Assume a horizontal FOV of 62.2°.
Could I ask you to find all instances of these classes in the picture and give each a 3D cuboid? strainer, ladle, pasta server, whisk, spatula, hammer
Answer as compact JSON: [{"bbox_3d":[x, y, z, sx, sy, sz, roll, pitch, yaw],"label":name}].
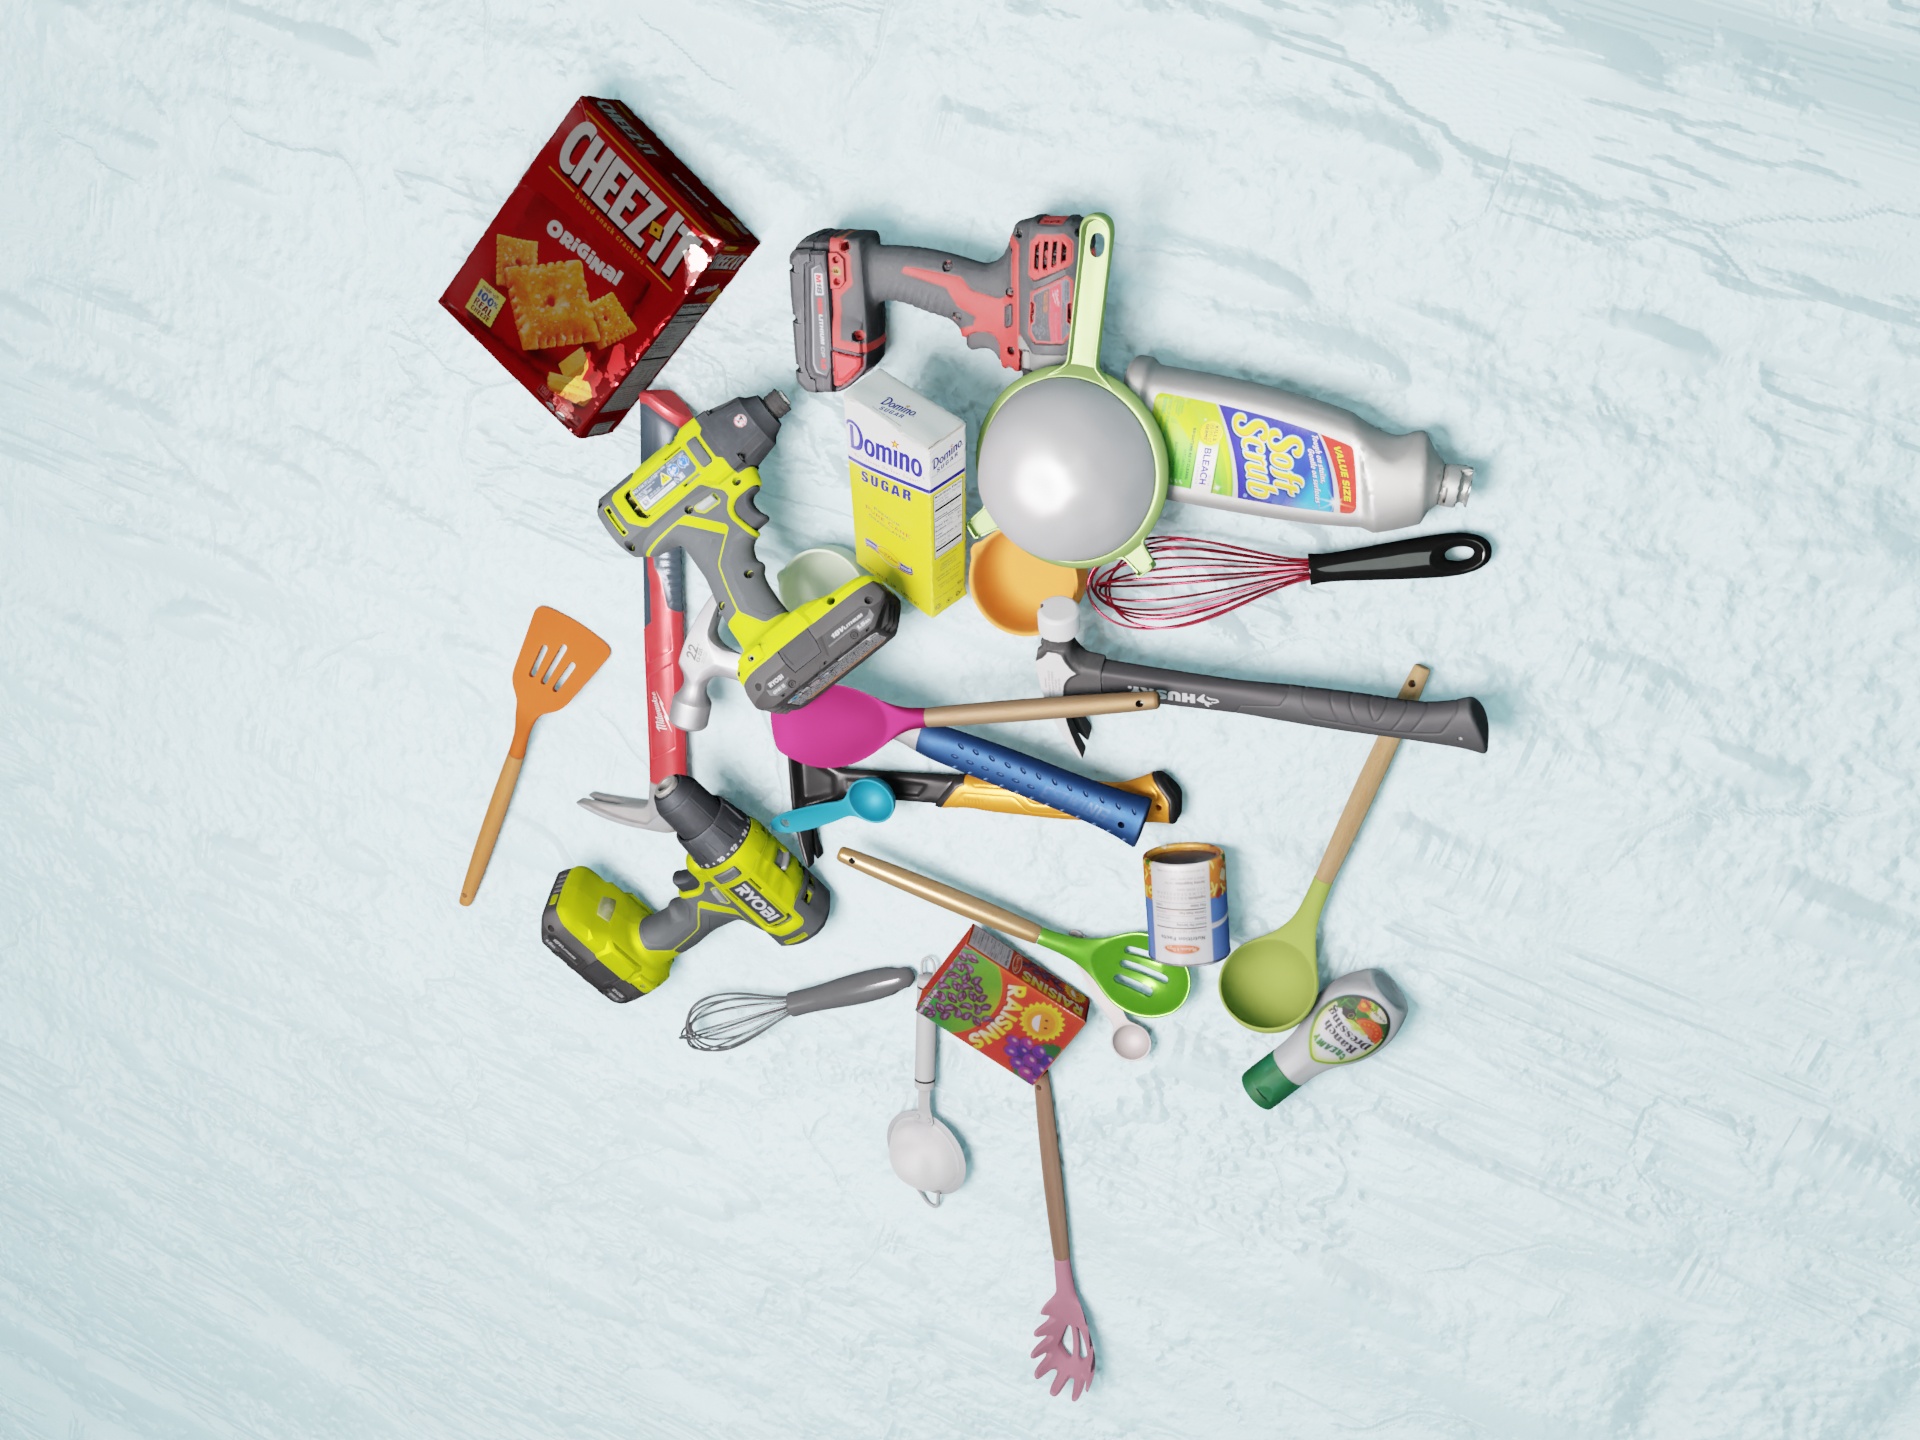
[{"bbox_3d":[-0.034,0.331,1.422,0.087,0.050,0.258,11,107,31],"label":"strainer"},{"bbox_3d":[0.287,0.102,1.230,0.078,0.062,0.320,31,113,28],"label":"ladle"},{"bbox_3d":[0.085,0.460,1.422,0.060,0.040,0.316,2,107,30],"label":"pasta server"},{"bbox_3d":[0.239,-0.111,1.179,0.296,0.073,0.073,-5,105,14],"label":"whisk"},{"bbox_3d":[-0.411,0.047,1.470,0.081,0.041,0.322,31,118,7],"label":"spatula"},{"bbox_3d":[-0.041,0.004,1.280,0.405,0.035,0.144,21,112,11],"label":"hammer"},{"bbox_3d":[0.016,0.067,1.322,0.337,0.034,0.127,2,107,18],"label":"hammer"},{"bbox_3d":[0.073,-0.222,1.117,0.151,0.069,0.256,16,118,21],"label":"strainer"},{"bbox_3d":[0.223,-0.012,1.192,0.335,0.035,0.146,8,138,15],"label":"hammer"},{"bbox_3d":[-0.149,0.257,1.435,0.239,0.055,0.055,-16,101,18],"label":"whisk"},{"bbox_3d":[-0.269,-0.089,1.368,0.143,0.038,0.386,8,109,18],"label":"hammer"}]

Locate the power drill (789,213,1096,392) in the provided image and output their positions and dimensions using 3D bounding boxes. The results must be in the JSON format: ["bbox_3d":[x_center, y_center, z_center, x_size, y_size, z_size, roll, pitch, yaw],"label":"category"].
[{"bbox_3d":[-0.006,-0.283,1.197,0.227,0.080,0.187,4,115,13],"label":"power drill"}]

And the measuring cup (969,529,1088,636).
[{"bbox_3d":[0.076,-0.147,1.223,0.095,0.052,0.173,35,113,7],"label":"measuring cup"}]

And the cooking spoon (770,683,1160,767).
[{"bbox_3d":[-0.002,-0.004,1.235,0.319,0.017,0.068,-4,101,20],"label":"cooking spoon"}]

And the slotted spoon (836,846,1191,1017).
[{"bbox_3d":[0.043,0.168,1.330,0.314,0.031,0.070,21,99,5],"label":"slotted spoon"}]

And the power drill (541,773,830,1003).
[{"bbox_3d":[-0.253,0.147,1.388,0.228,0.080,0.190,-27,123,25],"label":"power drill"}]

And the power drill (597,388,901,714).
[{"bbox_3d":[-0.153,-0.132,1.228,0.171,0.080,0.223,-38,82,8],"label":"power drill"}]

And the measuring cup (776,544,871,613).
[{"bbox_3d":[-0.122,-0.069,1.325,0.083,0.038,0.167,25,116,9],"label":"measuring cup"}]

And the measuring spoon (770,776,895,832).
[{"bbox_3d":[-0.107,0.072,1.341,0.128,0.021,0.042,-16,111,31],"label":"measuring spoon"}]

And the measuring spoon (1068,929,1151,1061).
[{"bbox_3d":[0.125,0.231,1.351,0.034,0.018,0.124,-28,89,18],"label":"measuring spoon"}]
